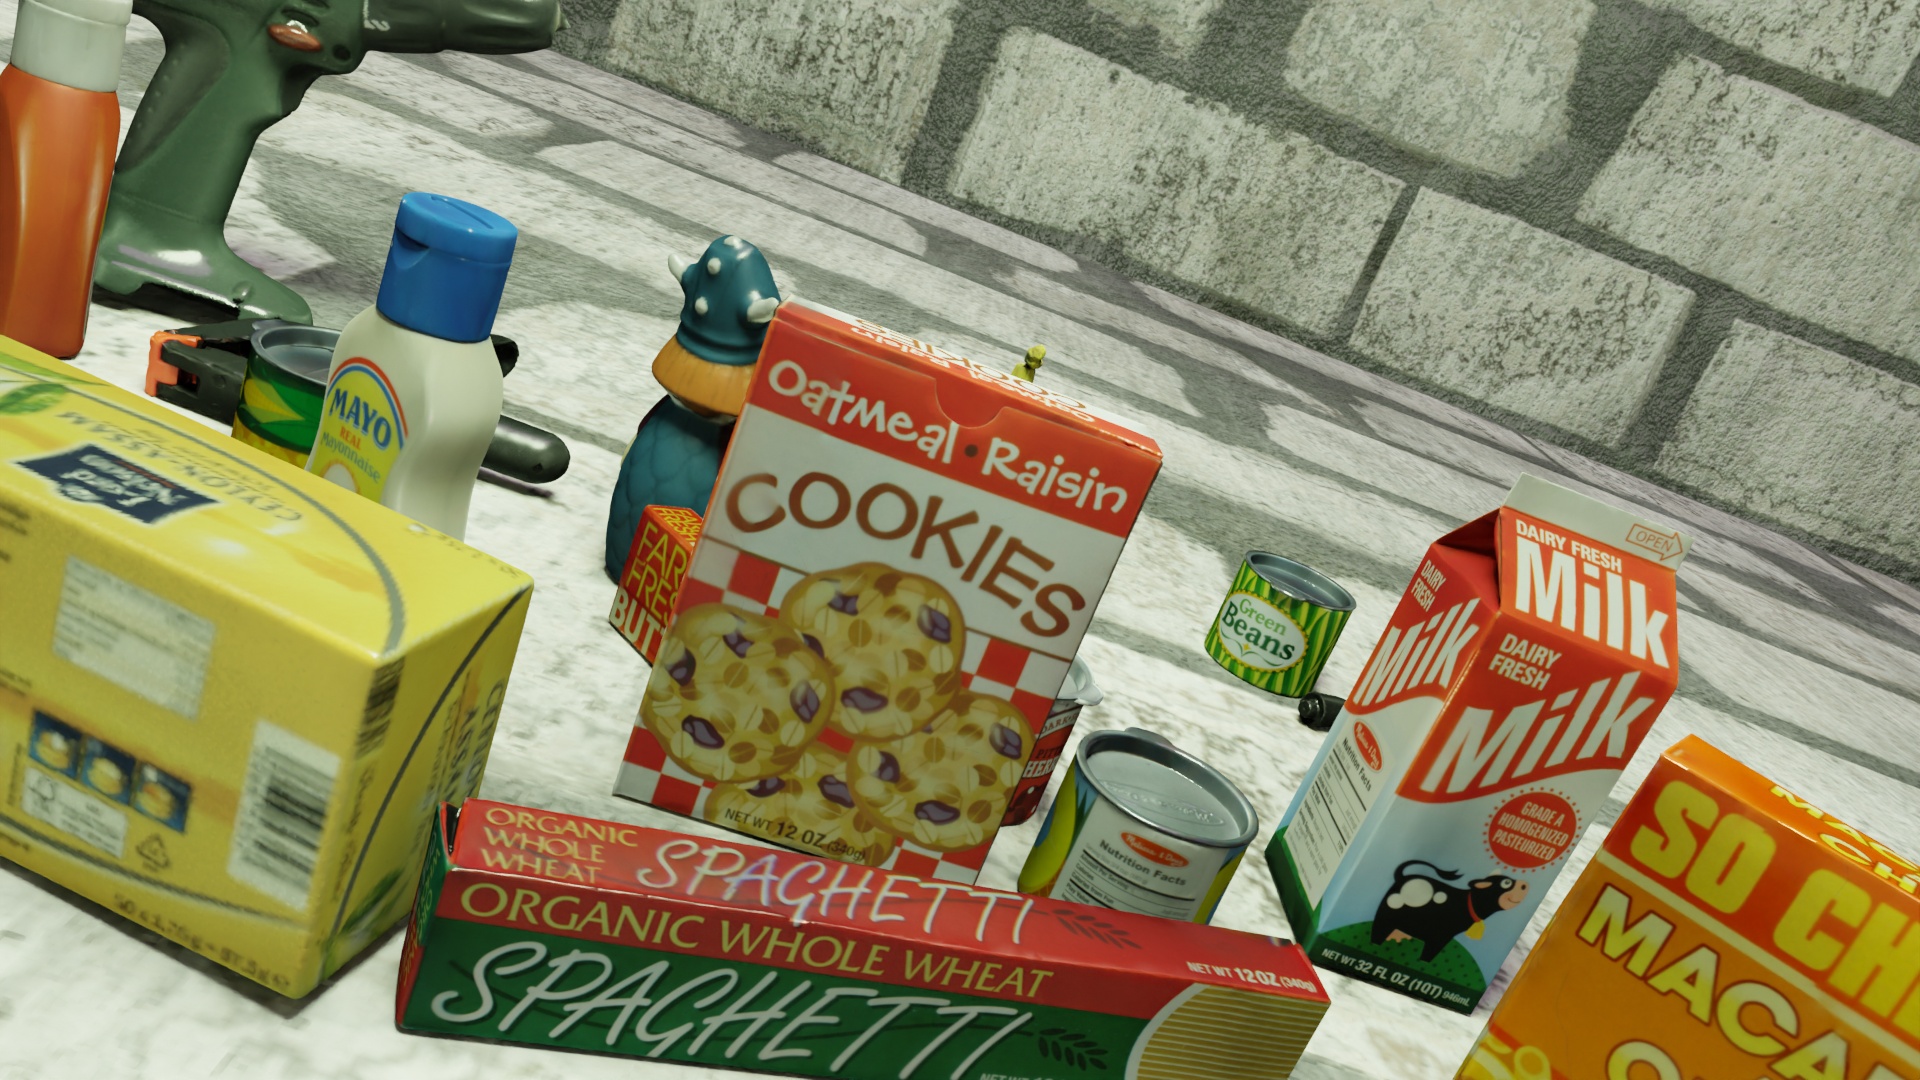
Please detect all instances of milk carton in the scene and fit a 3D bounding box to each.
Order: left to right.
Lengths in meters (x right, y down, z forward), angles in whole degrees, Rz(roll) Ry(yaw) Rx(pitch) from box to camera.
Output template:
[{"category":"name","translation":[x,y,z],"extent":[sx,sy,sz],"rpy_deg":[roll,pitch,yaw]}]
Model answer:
[{"category":"milk carton","translation":[0.192,0.070,0.515],"extent":[0.072,0.189,0.074],"rpy_deg":[20,18,-7]}]

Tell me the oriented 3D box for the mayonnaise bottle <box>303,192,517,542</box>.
[{"category":"mayonnaise bottle","translation":[-0.185,-0.039,0.462],"extent":[0.065,0.147,0.041],"rpy_deg":[31,20,24]}]

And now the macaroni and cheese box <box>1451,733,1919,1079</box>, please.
[{"category":"macaroni and cheese box","translation":[0.184,0.149,0.327],"extent":[0.124,0.165,0.040],"rpy_deg":[35,22,33]}]

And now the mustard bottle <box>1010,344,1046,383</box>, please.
[{"category":"mustard bottle","translation":[0.002,-0.007,0.563],"extent":[0.049,0.159,0.065],"rpy_deg":[34,21,32]}]

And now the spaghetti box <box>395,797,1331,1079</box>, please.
[{"category":"spaghetti box","translation":[-0.017,0.117,0.371],"extent":[0.250,0.050,0.029],"rpy_deg":[15,19,-21]}]

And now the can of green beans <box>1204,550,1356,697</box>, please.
[{"category":"can of green beans","translation":[0.177,0.046,0.773],"extent":[0.071,0.057,0.071],"rpy_deg":[20,18,-7]}]

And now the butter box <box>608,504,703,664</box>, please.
[{"category":"butter box","translation":[-0.091,0.032,0.517],"extent":[0.024,0.053,0.104],"rpy_deg":[1,27,-47]}]

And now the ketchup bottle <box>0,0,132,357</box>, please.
[{"category":"ketchup bottle","translation":[-0.371,-0.153,0.565],"extent":[0.043,0.148,0.065],"rpy_deg":[2,27,-47]}]

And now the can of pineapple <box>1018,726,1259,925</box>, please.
[{"category":"can of pineapple","translation":[0.060,0.106,0.476],"extent":[0.071,0.057,0.071],"rpy_deg":[20,18,-7]}]

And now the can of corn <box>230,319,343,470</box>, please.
[{"category":"can of corn","translation":[-0.251,-0.047,0.548],"extent":[0.071,0.058,0.071],"rpy_deg":[20,18,-7]}]

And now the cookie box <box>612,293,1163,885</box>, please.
[{"category":"cookie box","translation":[-0.025,0.022,0.441],"extent":[0.123,0.166,0.040],"rpy_deg":[19,18,-8]}]

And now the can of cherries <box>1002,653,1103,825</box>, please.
[{"category":"can of cherries","translation":[0.012,0.067,0.528],"extent":[0.071,0.058,0.072],"rpy_deg":[20,18,-7]}]
